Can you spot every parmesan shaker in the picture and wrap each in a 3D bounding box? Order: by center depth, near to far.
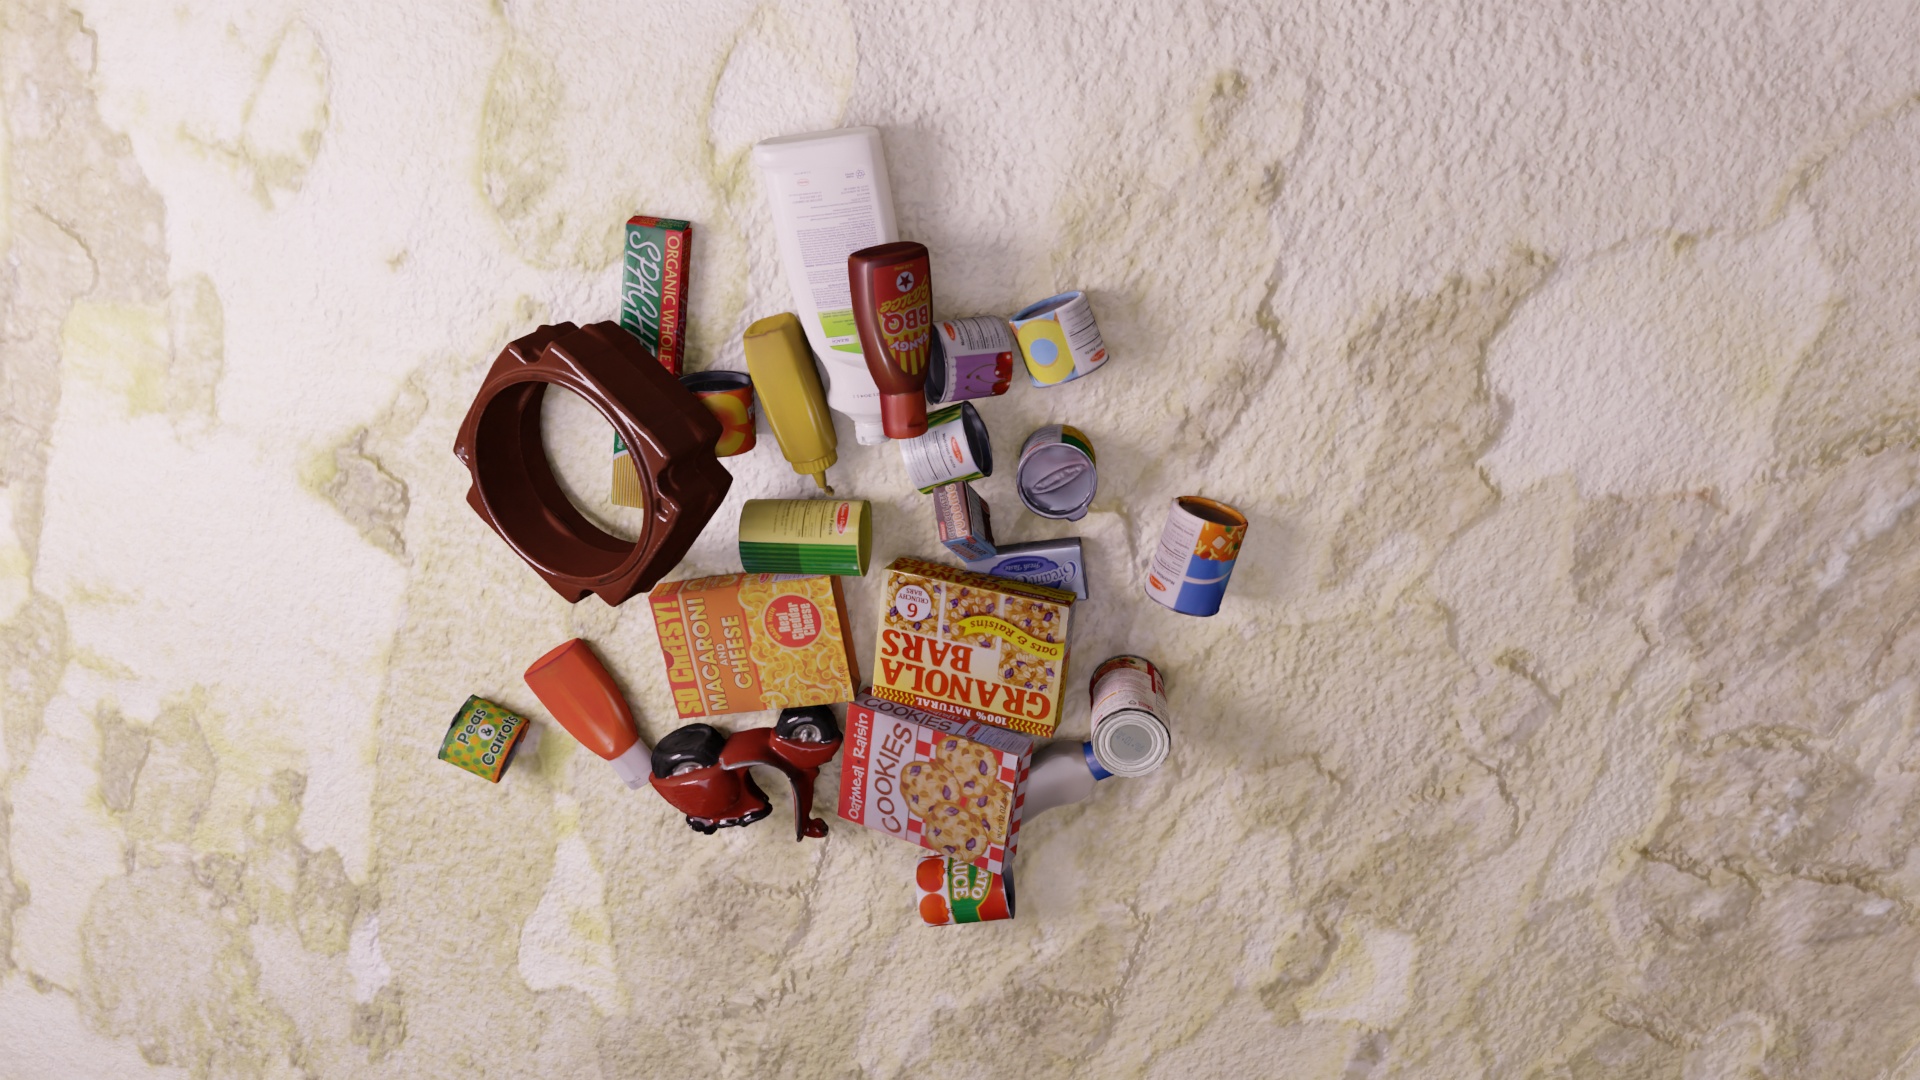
[{"bbox_3d":[-0.132,-0.005,1.191,0.103,0.071,0.071,1,111,6],"label":"parmesan shaker"}]

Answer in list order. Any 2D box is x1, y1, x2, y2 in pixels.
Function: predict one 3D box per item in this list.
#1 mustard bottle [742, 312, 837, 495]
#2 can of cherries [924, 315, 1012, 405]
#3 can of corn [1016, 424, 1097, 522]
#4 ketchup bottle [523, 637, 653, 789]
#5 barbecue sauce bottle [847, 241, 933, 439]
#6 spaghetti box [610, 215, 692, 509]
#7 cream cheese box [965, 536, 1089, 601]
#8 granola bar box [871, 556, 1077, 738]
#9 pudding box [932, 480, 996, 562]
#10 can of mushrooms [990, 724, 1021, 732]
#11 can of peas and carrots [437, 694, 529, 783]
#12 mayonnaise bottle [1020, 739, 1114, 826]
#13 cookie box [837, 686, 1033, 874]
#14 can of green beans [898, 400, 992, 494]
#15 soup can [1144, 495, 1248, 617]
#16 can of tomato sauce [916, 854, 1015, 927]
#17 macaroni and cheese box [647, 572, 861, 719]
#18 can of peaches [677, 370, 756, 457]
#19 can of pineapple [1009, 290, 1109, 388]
[{"bbox_3d":[-0.135,-0.106,1.153,0.049,0.065,0.159,-12,114,11],"label":"mustard bottle"},{"bbox_3d":[0.003,-0.144,1.118,0.058,0.071,0.071,-10,112,-20],"label":"can of cherries"},{"bbox_3d":[0.082,-0.056,1.156,0.071,0.058,0.071,1,111,4],"label":"can of corn"},{"bbox_3d":[-0.334,0.164,1.282,0.064,0.044,0.148,-29,106,16],"label":"ketchup bottle"},{"bbox_3d":[-0.050,-0.154,1.081,0.065,0.044,0.148,-21,118,-32],"label":"barbecue sauce bottle"},{"bbox_3d":[-0.260,-0.145,1.166,0.050,0.029,0.249,9,112,0],"label":"spaghetti box"},{"bbox_3d":[0.057,0.029,1.209,0.104,0.024,0.053,-6,111,7],"label":"cream cheese box"},{"bbox_3d":[0.011,0.091,1.197,0.165,0.039,0.123,11,109,16],"label":"granola bar box"},{"bbox_3d":[0.004,-0.015,1.159,0.030,0.083,0.050,-13,75,12],"label":"pudding box"},{"bbox_3d":[0.048,0.135,1.246,0.071,0.033,0.070,2,112,5],"label":"can of mushrooms"},{"bbox_3d":[-0.440,0.183,1.284,0.059,0.071,0.070,26,111,-6],"label":"can of peas and carrots"},{"bbox_3d":[0.086,0.215,1.270,0.148,0.041,0.064,-23,105,12],"label":"mayonnaise bottle"},{"bbox_3d":[-0.026,0.215,1.251,0.167,0.040,0.122,15,112,20],"label":"cookie box"},{"bbox_3d":[-0.012,-0.076,1.150,0.058,0.071,0.071,-16,109,17],"label":"can of green beans"},{"bbox_3d":[0.201,0.013,1.170,0.071,0.071,0.083,15,111,-1],"label":"soup can"},{"bbox_3d":[0.005,0.324,1.303,0.083,0.071,0.071,-8,110,8],"label":"can of tomato sauce"},{"bbox_3d":[-0.183,0.090,1.243,0.166,0.040,0.123,-7,109,7],"label":"macaroni and cheese box"},{"bbox_3d":[-0.202,-0.106,1.157,0.071,0.071,0.057,2,111,4],"label":"can of peaches"},{"bbox_3d":[0.077,-0.161,1.113,0.071,0.071,0.057,-19,108,11],"label":"can of pineapple"}]
